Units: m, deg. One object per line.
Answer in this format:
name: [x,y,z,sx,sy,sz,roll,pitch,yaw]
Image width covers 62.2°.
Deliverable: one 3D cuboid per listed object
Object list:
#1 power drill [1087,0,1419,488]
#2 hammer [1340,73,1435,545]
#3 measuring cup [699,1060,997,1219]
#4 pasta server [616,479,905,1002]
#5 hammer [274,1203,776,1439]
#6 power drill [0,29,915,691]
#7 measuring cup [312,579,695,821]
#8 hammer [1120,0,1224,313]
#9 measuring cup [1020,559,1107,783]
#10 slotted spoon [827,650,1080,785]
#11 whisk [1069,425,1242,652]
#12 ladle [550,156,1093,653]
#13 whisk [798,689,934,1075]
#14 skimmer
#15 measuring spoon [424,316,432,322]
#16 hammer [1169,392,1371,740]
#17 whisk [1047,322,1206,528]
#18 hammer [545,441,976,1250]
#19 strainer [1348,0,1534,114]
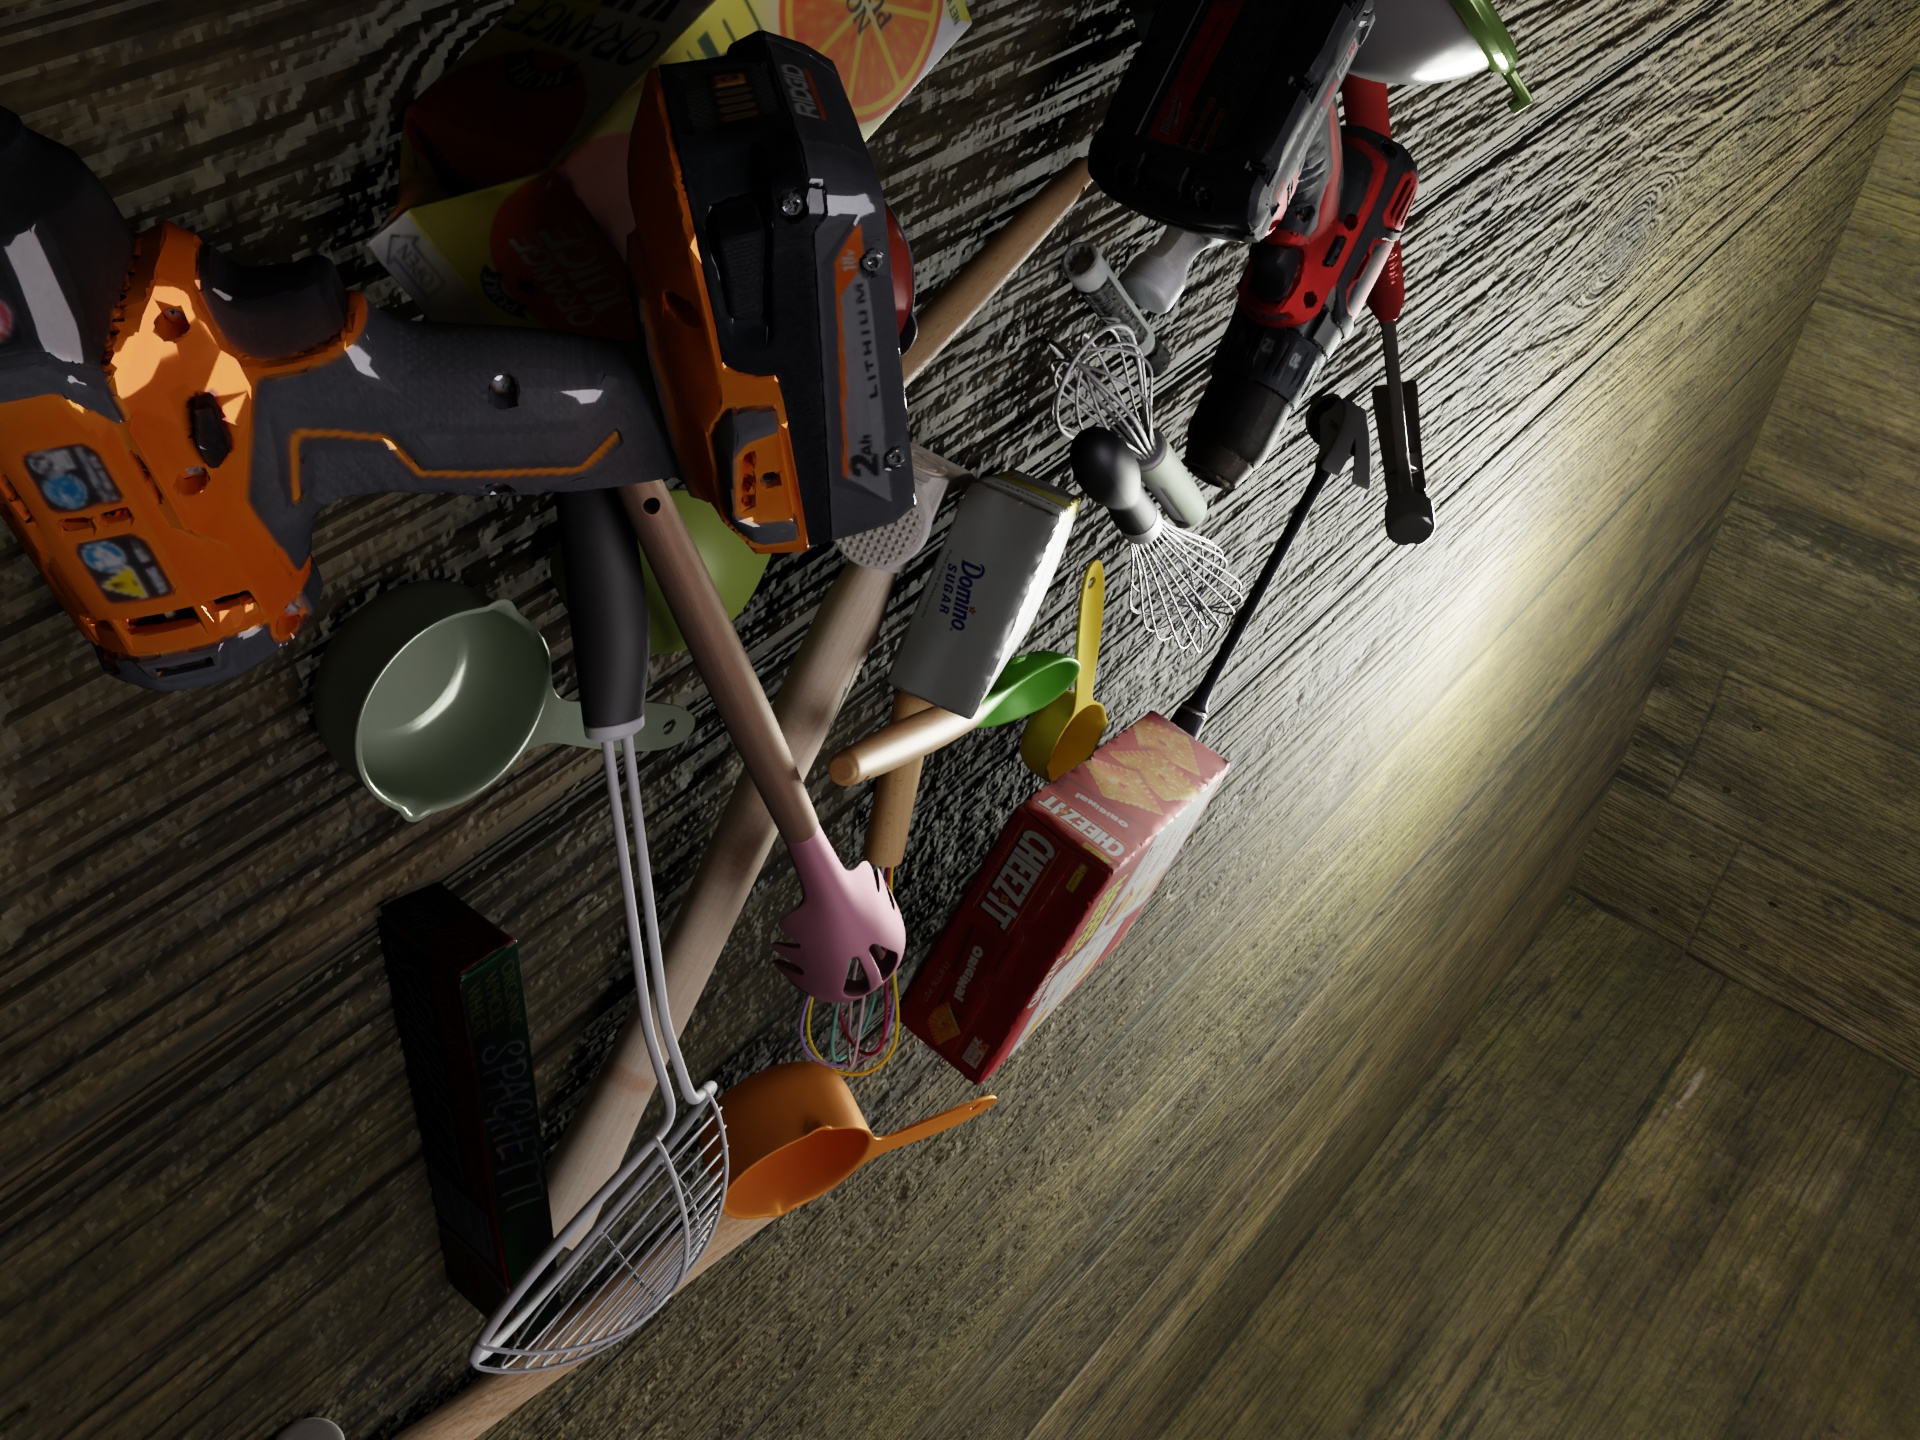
power drill: [0.136,-0.219,0.730,0.188,0.080,0.226,-63,155,1]
hammer: [0.251,-0.274,0.947,0.358,0.037,0.149,64,25,-49]
measuring cup: [-0.062,0.217,0.882,0.173,0.052,0.095,-11,142,-32]
pasta server: [-0.072,0.020,0.598,0.060,0.040,0.315,-35,140,-15]
hammer: [-0.202,0.323,0.828,0.331,0.031,0.130,-26,138,-46]
power drill: [-0.132,-0.098,0.391,0.226,0.084,0.164,-12,139,-6]
measuring cup: [-0.158,-0.008,0.573,0.167,0.038,0.083,7,111,-62]
hammer: [0.077,-0.314,0.663,0.128,0.033,0.330,-55,152,-7]
measuring cup: [0.062,-0.030,0.922,0.062,0.029,0.156,-34,141,-39]
slotted spoon: [-0.001,-0.002,0.754,0.070,0.031,0.314,-33,177,18]
whisk: [0.104,-0.096,0.859,0.070,0.070,0.284,-59,158,-1]
ladle: [-0.041,-0.143,0.638,0.320,0.062,0.078,-52,174,-28]
whisk: [-0.042,0.092,0.855,0.051,0.047,0.244,-20,130,-49]
skimmer: [-0.140,0.060,0.556,0.127,0.090,0.363,-38,127,-65]
measuring spoon: [-0.125,-0.113,0.538,0.128,0.021,0.042,5,113,-58]
hammer: [0.162,-0.018,1.045,0.149,0.036,0.408,-70,-175,-71]
whisk: [0.095,-0.146,0.843,0.059,0.058,0.246,-55,157,3]
hammer: [-0.102,0.066,0.714,0.410,0.038,0.146,-62,178,17]
strainer: [0.158,-0.344,0.688,0.069,0.152,0.256,-36,159,26]
